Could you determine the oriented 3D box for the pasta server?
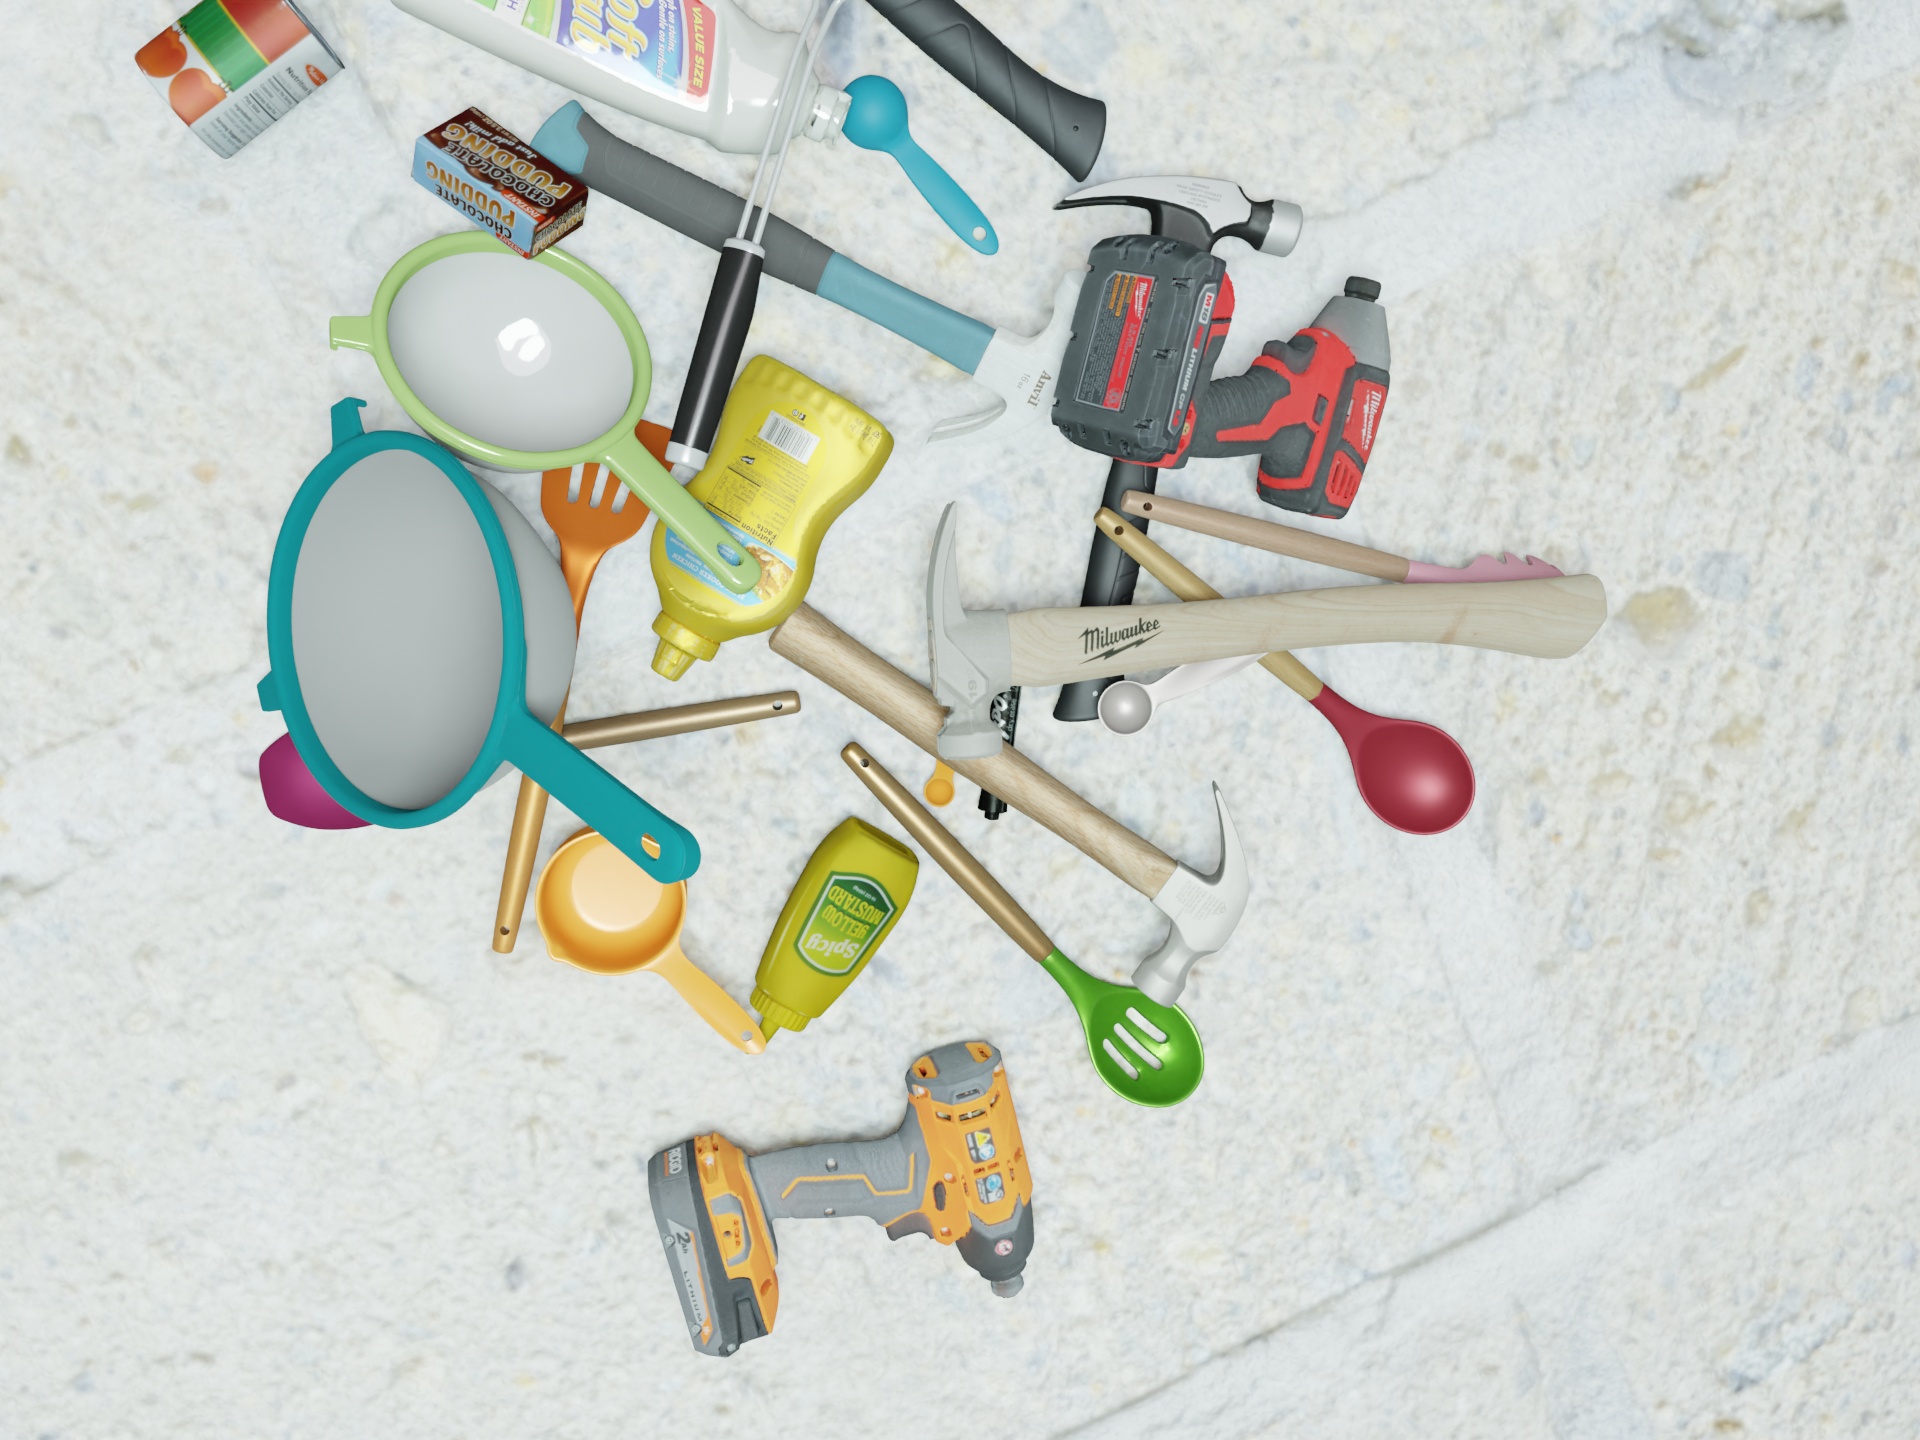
[{"bbox_3d":[0.246,-0.099,0.982,0.316,0.040,0.060,12,97,-13],"label":"pasta server"}]

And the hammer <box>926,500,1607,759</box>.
[{"bbox_3d":[0.184,-0.066,0.935,0.410,0.038,0.146,-5,96,-9],"label":"hammer"}]

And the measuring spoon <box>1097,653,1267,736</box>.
[{"bbox_3d":[0.139,-0.028,0.962,0.124,0.018,0.034,-26,101,-1],"label":"measuring spoon"}]

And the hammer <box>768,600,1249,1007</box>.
[{"bbox_3d":[0.031,0.031,0.961,0.331,0.031,0.130,35,98,-3],"label":"hammer"}]

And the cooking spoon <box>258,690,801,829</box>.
[{"bbox_3d":[-0.254,0.013,0.948,0.319,0.017,0.068,-9,98,-6],"label":"cooking spoon"}]

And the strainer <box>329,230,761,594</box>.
[{"bbox_3d":[-0.216,-0.155,0.890,0.256,0.069,0.151,45,54,-5],"label":"strainer"}]

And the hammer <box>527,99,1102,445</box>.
[{"bbox_3d":[-0.088,-0.262,0.906,0.331,0.033,0.128,26,126,-4],"label":"hammer"}]

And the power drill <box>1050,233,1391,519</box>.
[{"bbox_3d":[0.164,-0.199,0.904,0.219,0.079,0.143,4,105,-41],"label":"power drill"}]

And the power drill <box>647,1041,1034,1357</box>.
[{"bbox_3d":[-0.064,0.309,0.986,0.226,0.084,0.164,-16,100,-9],"label":"power drill"}]

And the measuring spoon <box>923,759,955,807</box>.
[{"bbox_3d":[-0.002,-0.003,0.987,0.021,0.011,0.117,14,92,-6],"label":"measuring spoon"}]

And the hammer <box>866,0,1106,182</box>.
[{"bbox_3d":[-0.082,-0.446,0.900,0.408,0.036,0.149,36,93,-11],"label":"hammer"}]

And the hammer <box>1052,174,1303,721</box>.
[{"bbox_3d":[0.102,-0.162,0.966,0.146,0.035,0.335,10,97,-10],"label":"hammer"}]

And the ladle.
[{"bbox_3d":[0.200,-0.032,0.984,0.315,0.031,0.069,37,98,-18],"label":"ladle"}]

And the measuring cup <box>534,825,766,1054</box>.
[{"bbox_3d":[-0.179,0.134,0.959,0.095,0.052,0.173,-42,103,-1],"label":"measuring cup"}]

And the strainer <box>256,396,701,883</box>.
[{"bbox_3d":[-0.234,-0.018,0.848,0.341,0.095,0.211,34,111,26],"label":"strainer"}]

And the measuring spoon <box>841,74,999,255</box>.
[{"bbox_3d":[-0.021,-0.324,0.931,0.042,0.021,0.128,-44,99,0],"label":"measuring spoon"}]

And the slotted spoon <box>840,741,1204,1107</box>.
[{"bbox_3d":[0.037,0.126,0.995,0.313,0.031,0.070,46,73,-11],"label":"slotted spoon"}]

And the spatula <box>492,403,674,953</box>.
[{"bbox_3d":[-0.234,-0.022,0.929,0.081,0.041,0.322,12,95,-7],"label":"spatula"}]

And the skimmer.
[{"bbox_3d":[-0.111,-0.314,0.826,0.127,0.090,0.363,19,95,24],"label":"skimmer"}]
